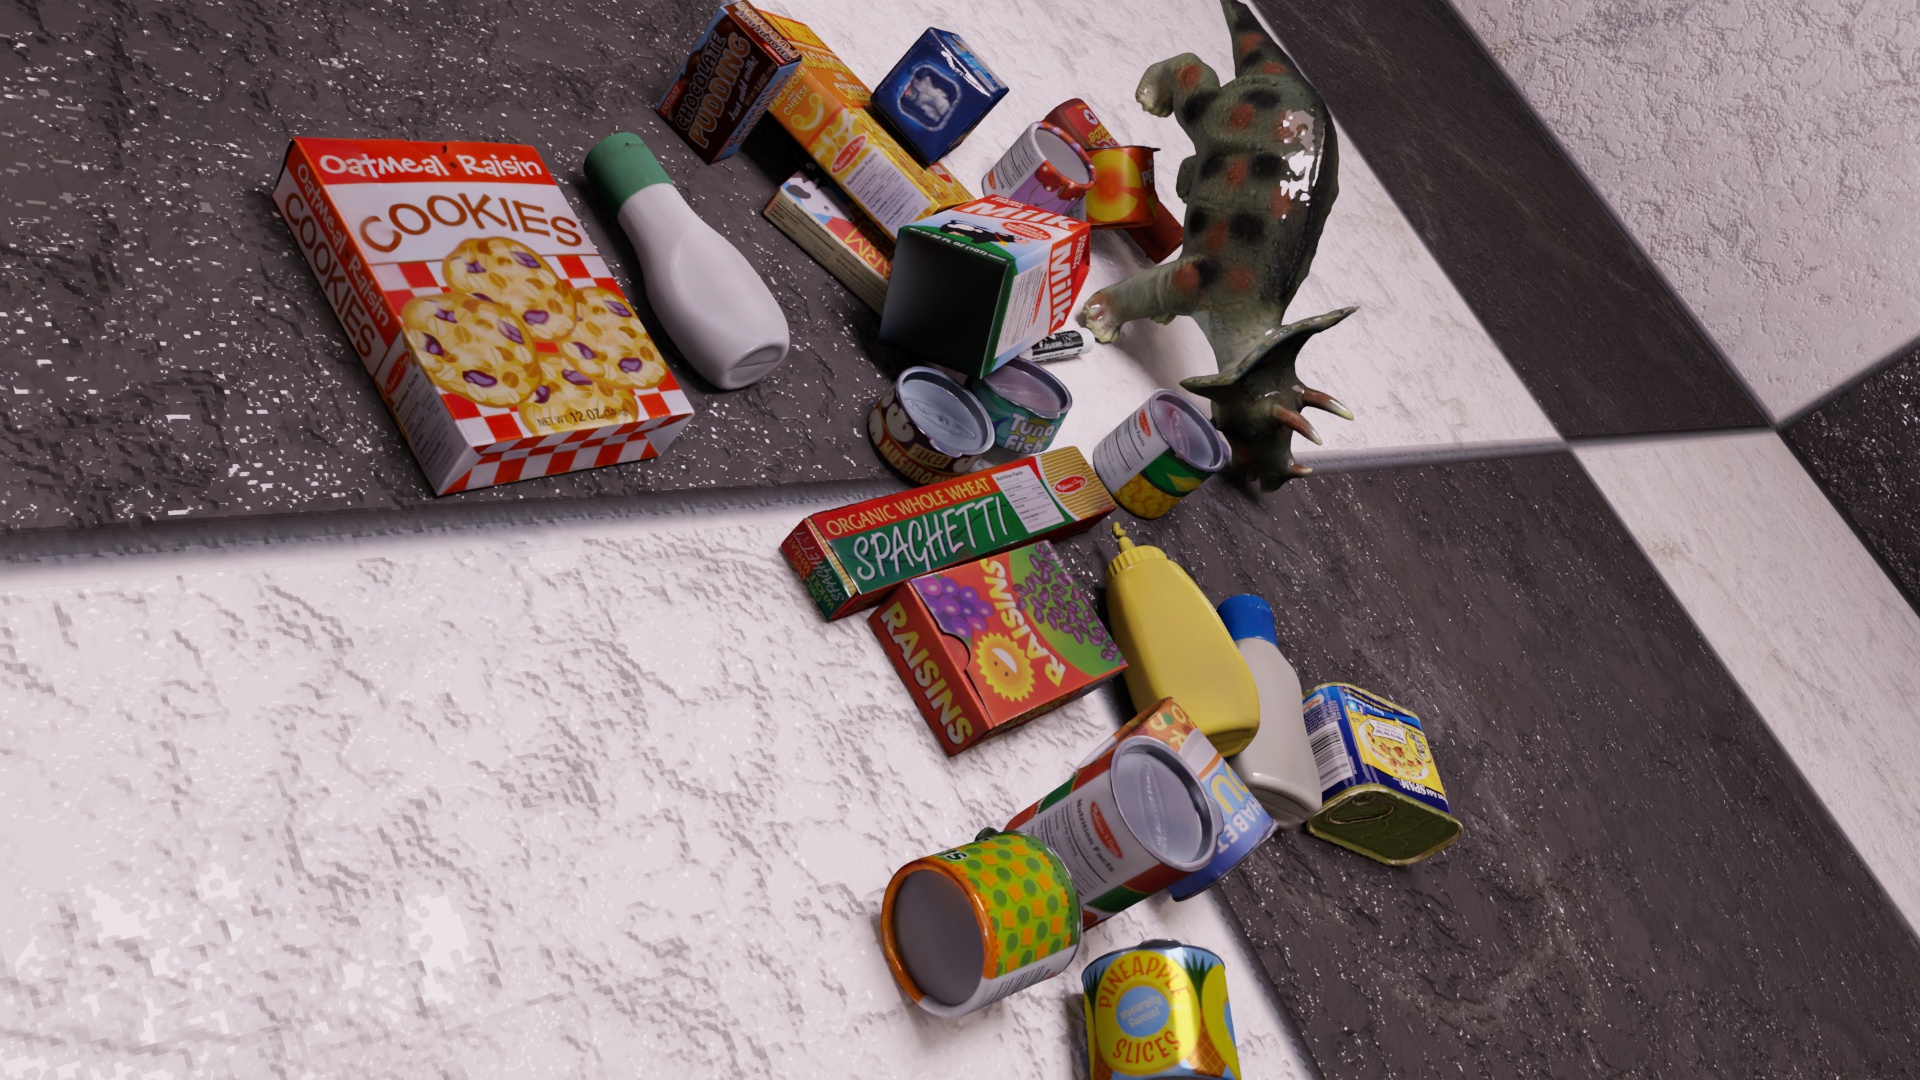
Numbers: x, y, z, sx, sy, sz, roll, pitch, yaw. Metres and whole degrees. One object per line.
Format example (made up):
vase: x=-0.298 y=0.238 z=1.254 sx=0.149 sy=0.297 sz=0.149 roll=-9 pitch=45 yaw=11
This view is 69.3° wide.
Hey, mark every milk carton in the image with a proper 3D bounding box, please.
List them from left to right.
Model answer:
milk carton: x=0.025 y=-0.167 z=0.874 sx=0.072 sy=0.073 sz=0.191 roll=22 pitch=28 yaw=16

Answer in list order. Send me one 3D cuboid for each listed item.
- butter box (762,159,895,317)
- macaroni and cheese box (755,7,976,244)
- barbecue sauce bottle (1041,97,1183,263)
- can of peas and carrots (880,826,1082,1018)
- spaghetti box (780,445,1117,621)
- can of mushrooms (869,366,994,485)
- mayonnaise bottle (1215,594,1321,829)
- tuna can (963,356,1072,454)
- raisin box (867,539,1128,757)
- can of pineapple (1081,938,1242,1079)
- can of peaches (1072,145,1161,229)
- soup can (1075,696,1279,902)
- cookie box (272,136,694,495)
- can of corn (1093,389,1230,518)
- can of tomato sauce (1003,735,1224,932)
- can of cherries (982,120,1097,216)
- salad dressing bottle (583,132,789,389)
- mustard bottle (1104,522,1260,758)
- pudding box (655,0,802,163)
butter box: x=-0.069 y=-0.187 z=0.864 sx=0.103 sy=0.024 sz=0.053 roll=40 pitch=37 yaw=-10
macaroni and cheese box: x=-0.071 y=-0.263 z=0.893 sx=0.166 sy=0.040 sz=0.124 roll=45 pitch=18 yaw=-3
barbecue sauce bottle: x=0.127 y=-0.295 z=1.144 sx=0.148 sy=0.043 sz=0.065 roll=50 pitch=36 yaw=2
can of peas and carrots: x=0.007 y=0.160 z=0.592 sx=0.059 sy=0.070 sz=0.071 roll=-4 pitch=61 yaw=-46
spaghetti box: x=0.003 y=-0.010 z=0.772 sx=0.251 sy=0.028 sz=0.050 roll=-18 pitch=71 yaw=-51
can of mushrooms: x=-0.017 y=-0.063 z=0.793 sx=0.071 sy=0.033 sz=0.071 roll=26 pitch=38 yaw=-23
mayonnaise bottle: x=0.179 y=0.099 z=0.842 sx=0.065 sy=0.041 sz=0.149 roll=26 pitch=41 yaw=-21
tuna can: x=0.034 y=-0.083 z=0.850 sx=0.071 sy=0.032 sz=0.071 roll=19 pitch=32 yaw=-12
raisin box: x=0.022 y=0.053 z=0.726 sx=0.124 sy=0.040 sz=0.086 roll=-15 pitch=69 yaw=-50
can of pineapple: x=0.088 y=0.219 z=0.618 sx=0.071 sy=0.070 sz=0.058 roll=25 pitch=43 yaw=-28
can of peaches: x=0.121 y=-0.274 z=1.082 sx=0.071 sy=0.071 sz=0.058 roll=-11 pitch=101 yaw=-49
soup can: x=0.112 y=0.131 z=0.718 sx=0.084 sy=0.071 sz=0.072 roll=52 pitch=36 yaw=5
cookie box: x=-0.215 y=-0.108 z=0.633 sx=0.123 sy=0.040 sz=0.167 roll=-17 pitch=70 yaw=-51
can of corn: x=0.133 y=-0.056 z=0.920 sx=0.071 sy=0.058 sz=0.071 roll=27 pitch=41 yaw=-26
can of tomato sauce: x=0.070 y=0.141 z=0.658 sx=0.071 sy=0.082 sz=0.071 roll=27 pitch=41 yaw=-26
can of cherries: x=0.062 y=-0.270 z=1.043 sx=0.071 sy=0.058 sz=0.072 roll=26 pitch=42 yaw=-26
salad dressing bottle: x=-0.148 y=-0.150 z=0.738 sx=0.064 sy=0.043 sz=0.148 roll=-20 pitch=71 yaw=-50
mustard bottle: x=0.119 y=0.053 z=0.809 sx=0.065 sy=0.048 sz=0.161 roll=-7 pitch=51 yaw=-15
pudding box: x=-0.138 y=-0.271 z=0.822 sx=0.049 sy=0.083 sz=0.030 roll=46 pitch=37 yaw=-4
